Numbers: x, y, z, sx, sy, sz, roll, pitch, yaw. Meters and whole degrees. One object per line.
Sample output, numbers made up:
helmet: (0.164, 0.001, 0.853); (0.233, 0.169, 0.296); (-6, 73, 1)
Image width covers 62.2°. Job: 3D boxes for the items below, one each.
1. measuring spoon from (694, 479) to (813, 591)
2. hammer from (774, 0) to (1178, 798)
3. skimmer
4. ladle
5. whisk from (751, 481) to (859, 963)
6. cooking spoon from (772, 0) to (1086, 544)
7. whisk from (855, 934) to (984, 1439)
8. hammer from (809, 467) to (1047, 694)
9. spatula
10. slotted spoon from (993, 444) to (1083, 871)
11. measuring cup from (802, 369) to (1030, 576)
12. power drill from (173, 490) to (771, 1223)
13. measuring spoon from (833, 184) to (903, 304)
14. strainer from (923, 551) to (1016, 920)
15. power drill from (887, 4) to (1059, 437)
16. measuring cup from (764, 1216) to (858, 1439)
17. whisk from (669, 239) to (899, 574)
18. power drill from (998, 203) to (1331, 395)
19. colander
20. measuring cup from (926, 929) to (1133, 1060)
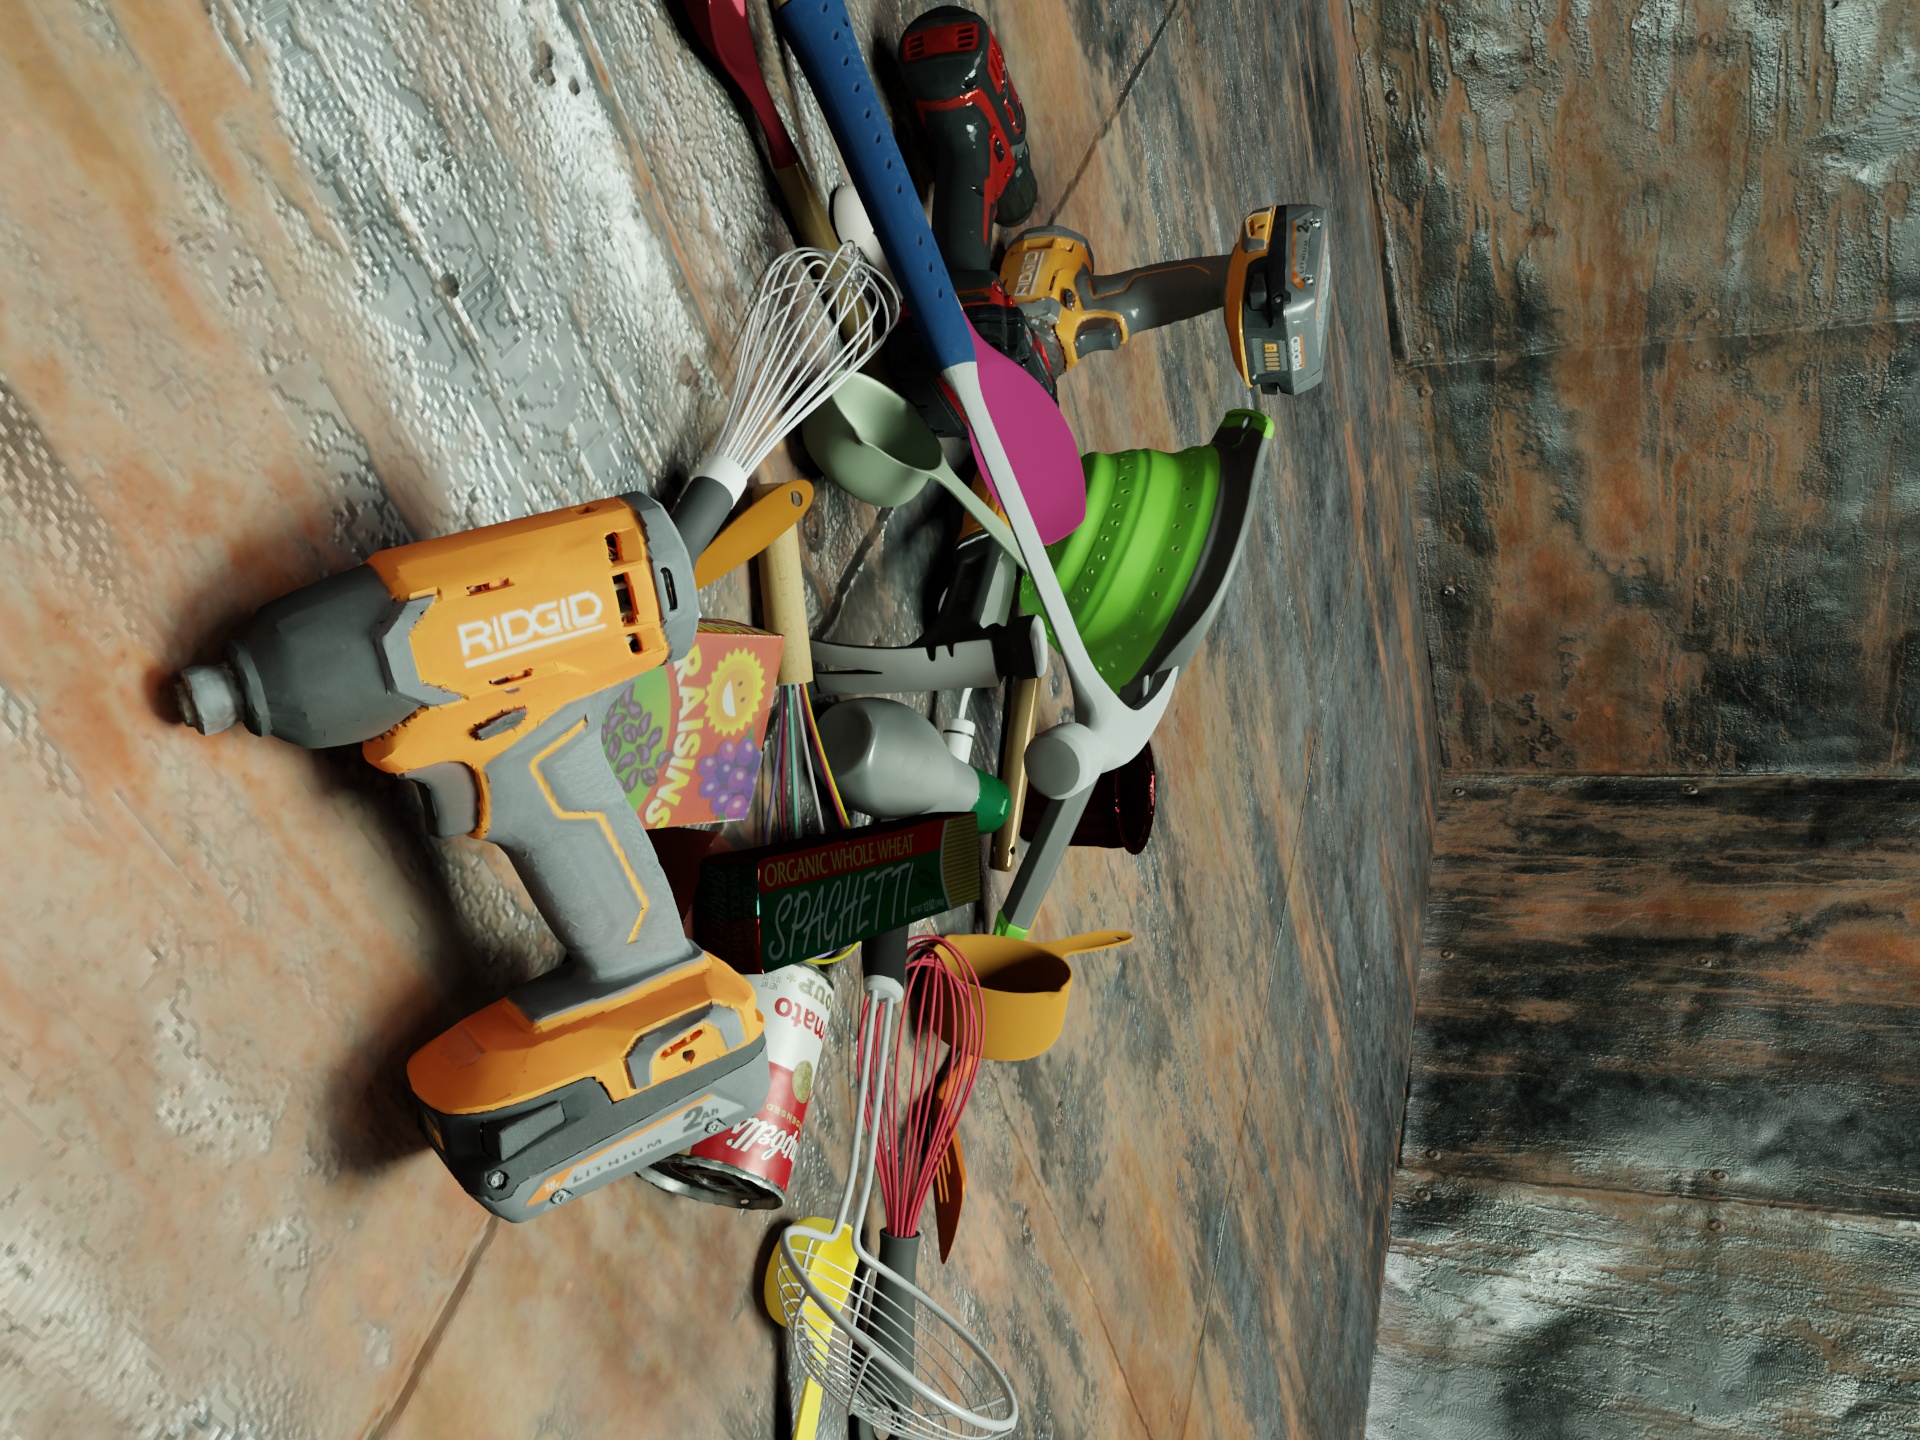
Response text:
measuring spoon: (-0.103, -0.086, 0.759); (0.117, 0.011, 0.021); (-47, 117, -41)
hammer: (0.005, -0.166, 0.798); (0.144, 0.035, 0.405); (-26, 94, -59)
skimmer: (-0.023, 0.172, 0.785); (0.127, 0.090, 0.364); (38, 35, -29)
ladle: (-0.080, -0.271, 0.831); (0.315, 0.031, 0.069); (65, 25, -47)
whisk: (-0.079, 0.002, 0.807); (0.051, 0.047, 0.245); (-13, 98, -65)
cooking spoon: (-0.017, -0.239, 0.852); (0.069, 0.017, 0.318); (-35, 102, -31)
whisk: (-0.031, 0.268, 0.892); (0.073, 0.073, 0.296); (10, 85, -66)
hammer: (0.008, -0.114, 0.969); (0.337, 0.127, 0.034); (-72, 154, -56)
spatula: (0.025, 0.199, 1.041); (0.323, 0.041, 0.081); (-63, 168, -50)
slotted spoon: (0.049, -0.049, 1.121); (0.070, 0.031, 0.314); (20, 73, -42)
measuring cup: (-0.017, -0.117, 0.853); (0.167, 0.038, 0.083); (44, 29, -5)
power drill: (-0.158, 0.049, 0.545); (0.164, 0.084, 0.226); (-19, 110, -30)
measuring spoon: (-0.040, -0.271, 0.932); (0.124, 0.018, 0.034); (36, 57, -63)
strainer: (-0.002, -0.003, 0.989); (0.086, 0.050, 0.258); (53, 46, -73)
power drill: (0.013, -0.292, 0.980); (0.187, 0.080, 0.227); (41, 46, -70)
measuring cup: (-0.086, 0.330, 0.816); (0.062, 0.029, 0.156); (-6, 107, -66)
whisk: (-0.100, -0.133, 0.750); (0.285, 0.070, 0.070); (-67, 147, -35)
power drill: (0.122, -0.257, 1.043); (0.084, 0.226, 0.185); (69, 28, -48)
colander: (0.067, -0.029, 1.019); (0.205, 0.094, 0.397); (-110, -137, -76)
measuring cup: (0.051, 0.169, 1.006); (0.173, 0.095, 0.052); (-5, 109, -47)
